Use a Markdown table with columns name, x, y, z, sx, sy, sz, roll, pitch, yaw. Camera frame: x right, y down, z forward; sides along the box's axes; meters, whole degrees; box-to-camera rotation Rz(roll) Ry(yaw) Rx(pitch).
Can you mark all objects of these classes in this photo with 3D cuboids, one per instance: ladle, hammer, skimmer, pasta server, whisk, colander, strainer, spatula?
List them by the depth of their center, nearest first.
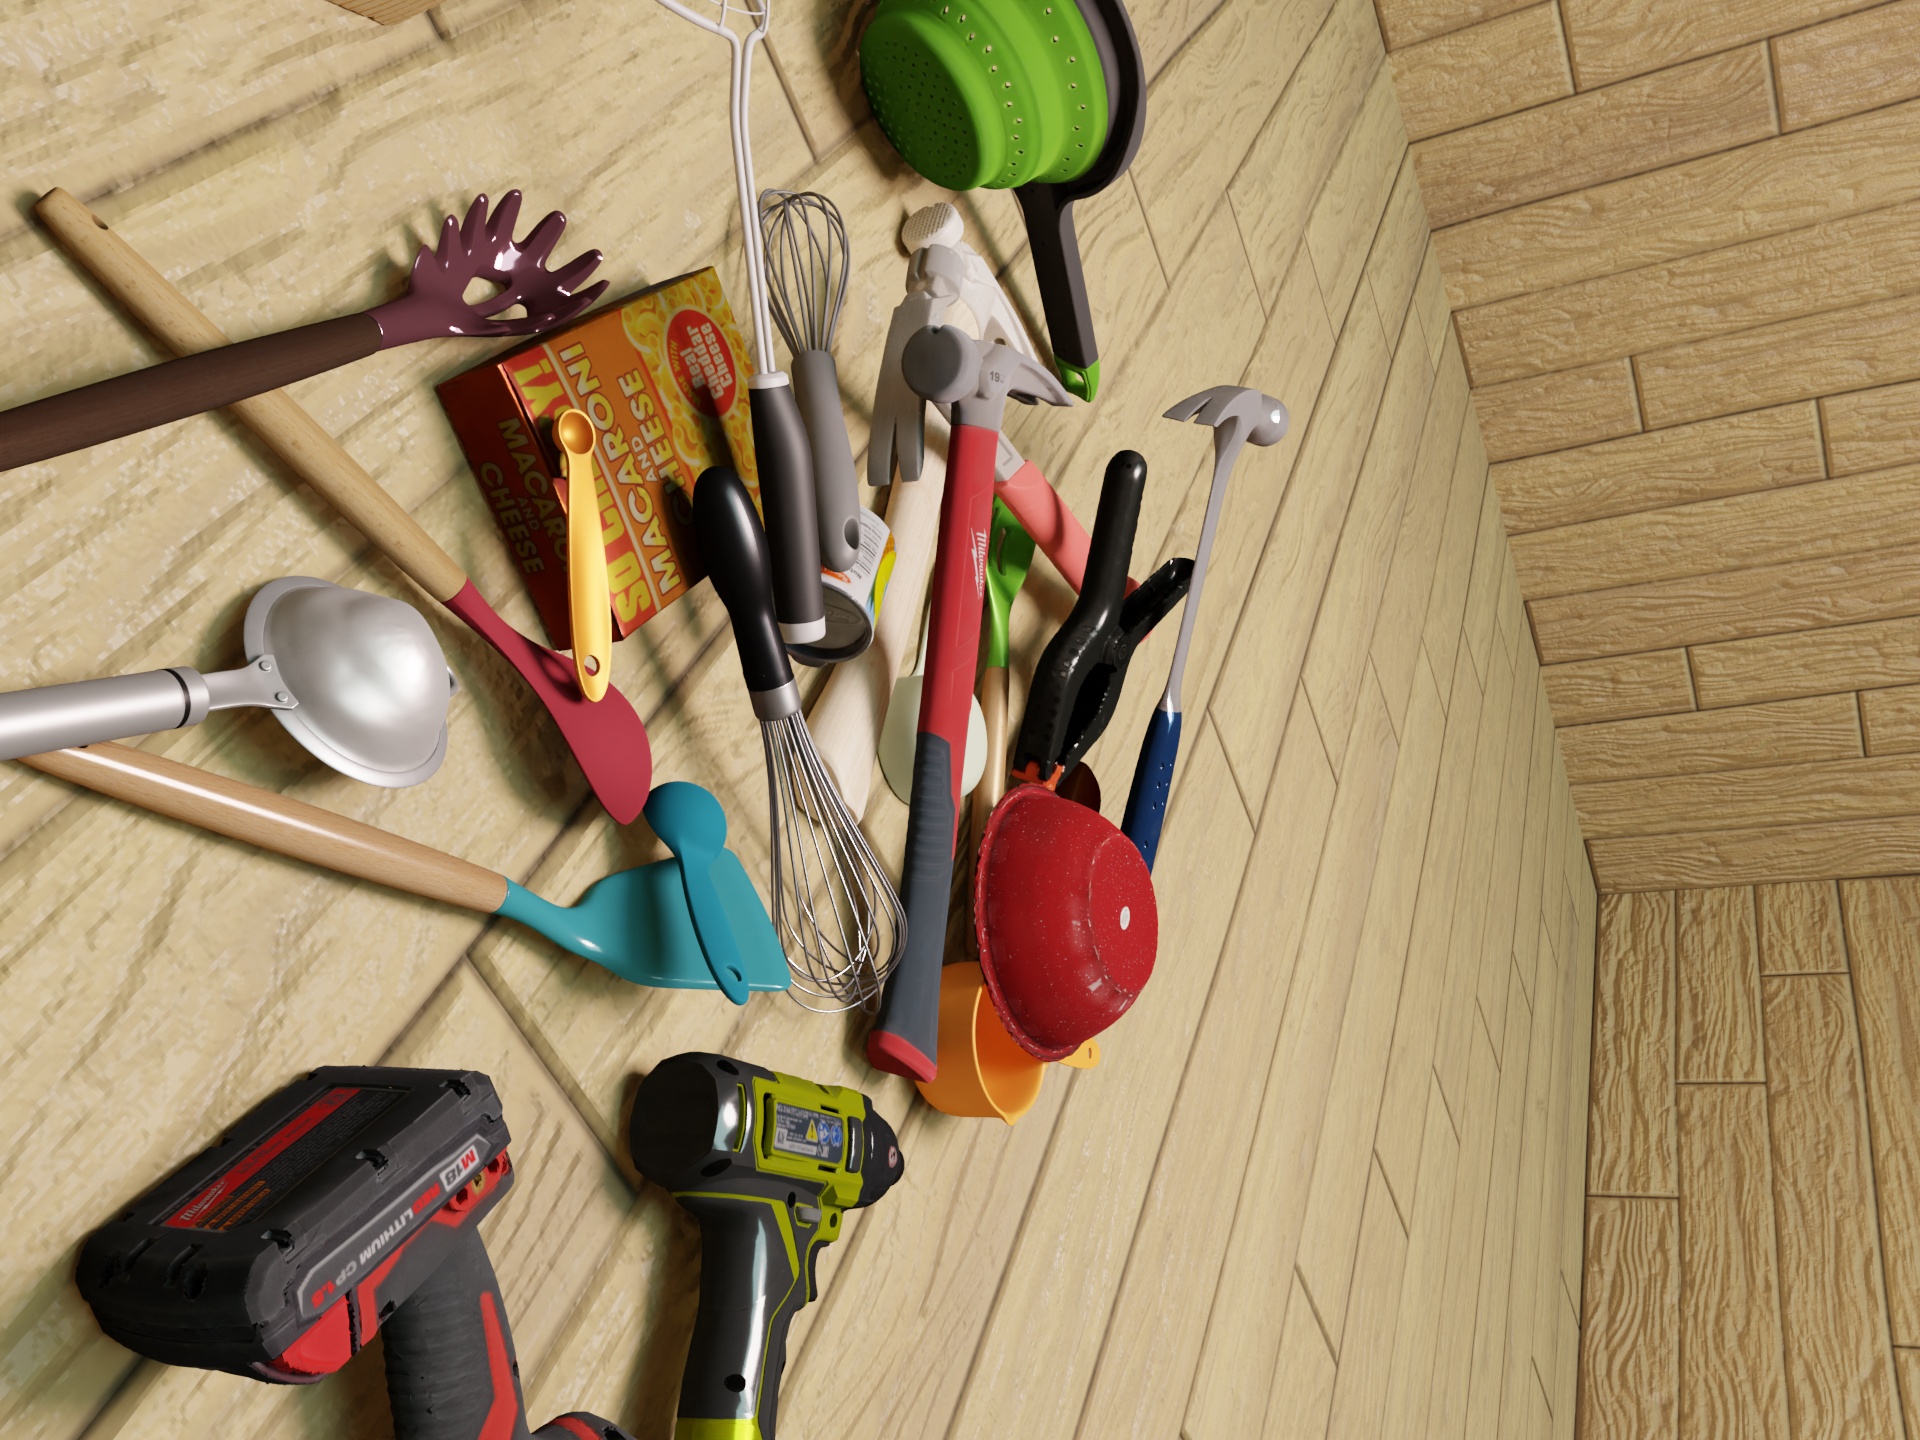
| name | x | y | z | sx | sy | sz | roll | pitch | yaw |
| --- | --- | --- | --- | --- | --- | --- | --- | --- | --- |
| strainer | -0.236 | -0.008 | 0.498 | 0.087 | 0.050 | 0.258 | 60 | 27 | 5 |
| pasta server | -0.218 | -0.134 | 0.548 | 0.060 | 0.040 | 0.316 | 45 | 29 | -5 |
| spatula | -0.186 | 0.050 | 0.589 | 0.317 | 0.044 | 0.082 | 31 | 23 | -52 |
| ladle | -0.208 | -0.067 | 0.593 | 0.315 | 0.031 | 0.069 | 51 | 12 | -38 |
| skimmer | -0.119 | -0.212 | 0.709 | 0.127 | 0.090 | 0.363 | -42 | 129 | -61 |
| whisk | -0.078 | 0.018 | 0.743 | 0.070 | 0.070 | 0.284 | -50 | 133 | -54 |
| whisk | -0.074 | -0.178 | 0.808 | 0.055 | 0.055 | 0.239 | 32 | 44 | -54 |
| hammer | -0.001 | -0.003 | 0.848 | 0.143 | 0.038 | 0.386 | 0 | 97 | -63 |
| hammer | -0.024 | -0.116 | 0.935 | 0.146 | 0.038 | 0.411 | 51 | 41 | -45 |
| hammer | 0.046 | -0.127 | 0.991 | 0.358 | 0.037 | 0.149 | 43 | 50 | -55 |
| colander | 0.024 | -0.339 | 1.017 | 0.094 | 0.205 | 0.396 | -42 | 144 | -18 |
| hammer | 0.136 | -0.018 | 1.043 | 0.144 | 0.035 | 0.405 | -6 | 110 | -61 |

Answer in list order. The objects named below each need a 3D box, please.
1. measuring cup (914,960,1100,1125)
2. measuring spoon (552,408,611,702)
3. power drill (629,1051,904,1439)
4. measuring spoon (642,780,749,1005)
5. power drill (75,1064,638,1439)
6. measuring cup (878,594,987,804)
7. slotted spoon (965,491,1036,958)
| name | x | y | z | sx | sy | sz | roll | pitch | yaw |
| --- | --- | --- | --- | --- | --- | --- | --- | --- | --- |
| measuring cup | 0.027 | 0.190 | 0.931 | 0.173 | 0.052 | 0.095 | 28 | 58 | -58 |
| measuring spoon | -0.152 | -0.065 | 0.634 | 0.021 | 0.011 | 0.117 | -7 | 94 | -56 |
| power drill | -0.078 | 0.271 | 0.697 | 0.171 | 0.080 | 0.223 | 35 | 50 | -53 |
| measuring spoon | -0.103 | 0.067 | 0.667 | 0.042 | 0.021 | 0.129 | 31 | 20 | -39 |
| power drill | -0.189 | 0.245 | 0.505 | 0.188 | 0.080 | 0.226 | -43 | 123 | -56 |
| measuring cup | -0.006 | -0.029 | 0.939 | 0.083 | 0.038 | 0.168 | 45 | 48 | -48 |
| slotted spoon | 0.020 | -0.008 | 0.995 | 0.070 | 0.031 | 0.314 | 34 | 56 | -57 |
